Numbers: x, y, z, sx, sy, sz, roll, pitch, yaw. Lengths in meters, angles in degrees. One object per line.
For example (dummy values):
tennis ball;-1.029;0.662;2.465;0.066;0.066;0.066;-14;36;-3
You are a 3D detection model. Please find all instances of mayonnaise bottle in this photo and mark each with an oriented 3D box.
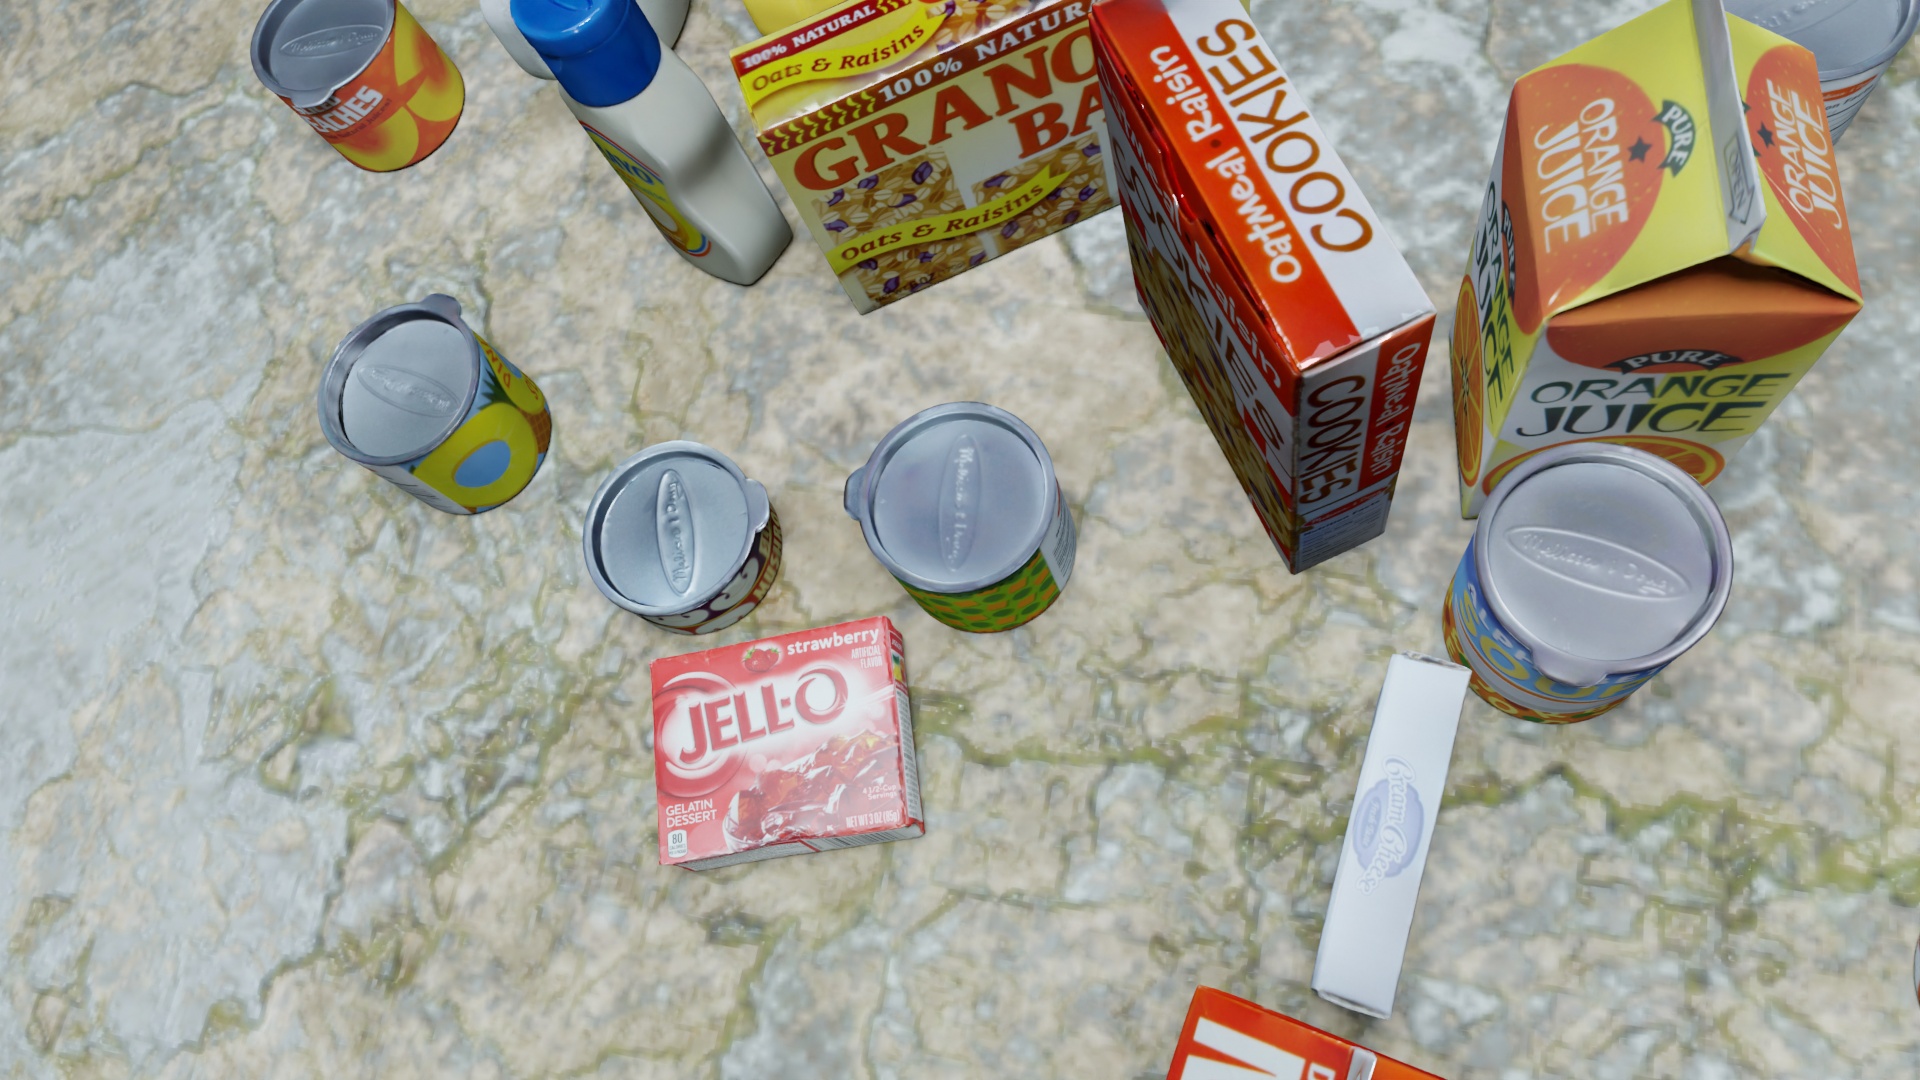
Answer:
mayonnaise bottle;-0.111;-0.150;0.503;0.065;0.147;0.041;35;82;20

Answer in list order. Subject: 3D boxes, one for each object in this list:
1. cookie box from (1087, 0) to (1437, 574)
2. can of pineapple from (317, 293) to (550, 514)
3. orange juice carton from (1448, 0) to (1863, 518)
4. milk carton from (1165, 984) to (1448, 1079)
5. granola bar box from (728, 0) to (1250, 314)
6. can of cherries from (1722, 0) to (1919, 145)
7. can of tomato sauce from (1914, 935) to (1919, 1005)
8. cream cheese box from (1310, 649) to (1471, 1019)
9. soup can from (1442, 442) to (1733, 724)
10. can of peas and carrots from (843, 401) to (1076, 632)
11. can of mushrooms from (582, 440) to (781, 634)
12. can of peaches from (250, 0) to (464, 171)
cookie box;0.089;-0.072;0.423;0.040;0.167;0.123;-26;68;3
can of pineapple;-0.200;-0.051;0.537;0.071;0.057;0.071;-4;71;11
orange juice carton;0.187;-0.070;0.387;0.073;0.192;0.072;-1;72;12
milk carton;0.082;0.155;0.334;0.073;0.190;0.072;17;76;17
granola bar box;0.018;-0.155;0.490;0.165;0.124;0.039;-23;69;4
can of cherries;0.278;-0.170;0.474;0.071;0.058;0.071;-4;71;11
can of tomato sauce;0.300;0.114;0.359;0.071;0.083;0.071;-4;71;11
cream cheese box;0.129;0.090;0.420;0.024;0.053;0.104;14;75;16
soup can;0.182;0.018;0.417;0.071;0.083;0.071;-4;71;11
can of peas and carrots;0.002;-0.006;0.477;0.071;0.058;0.071;-4;71;11
can of mushrooms;-0.099;-0.001;0.511;0.071;0.033;0.071;-4;71;11
can of peaches;-0.259;-0.201;0.601;0.071;0.058;0.071;-4;71;11
